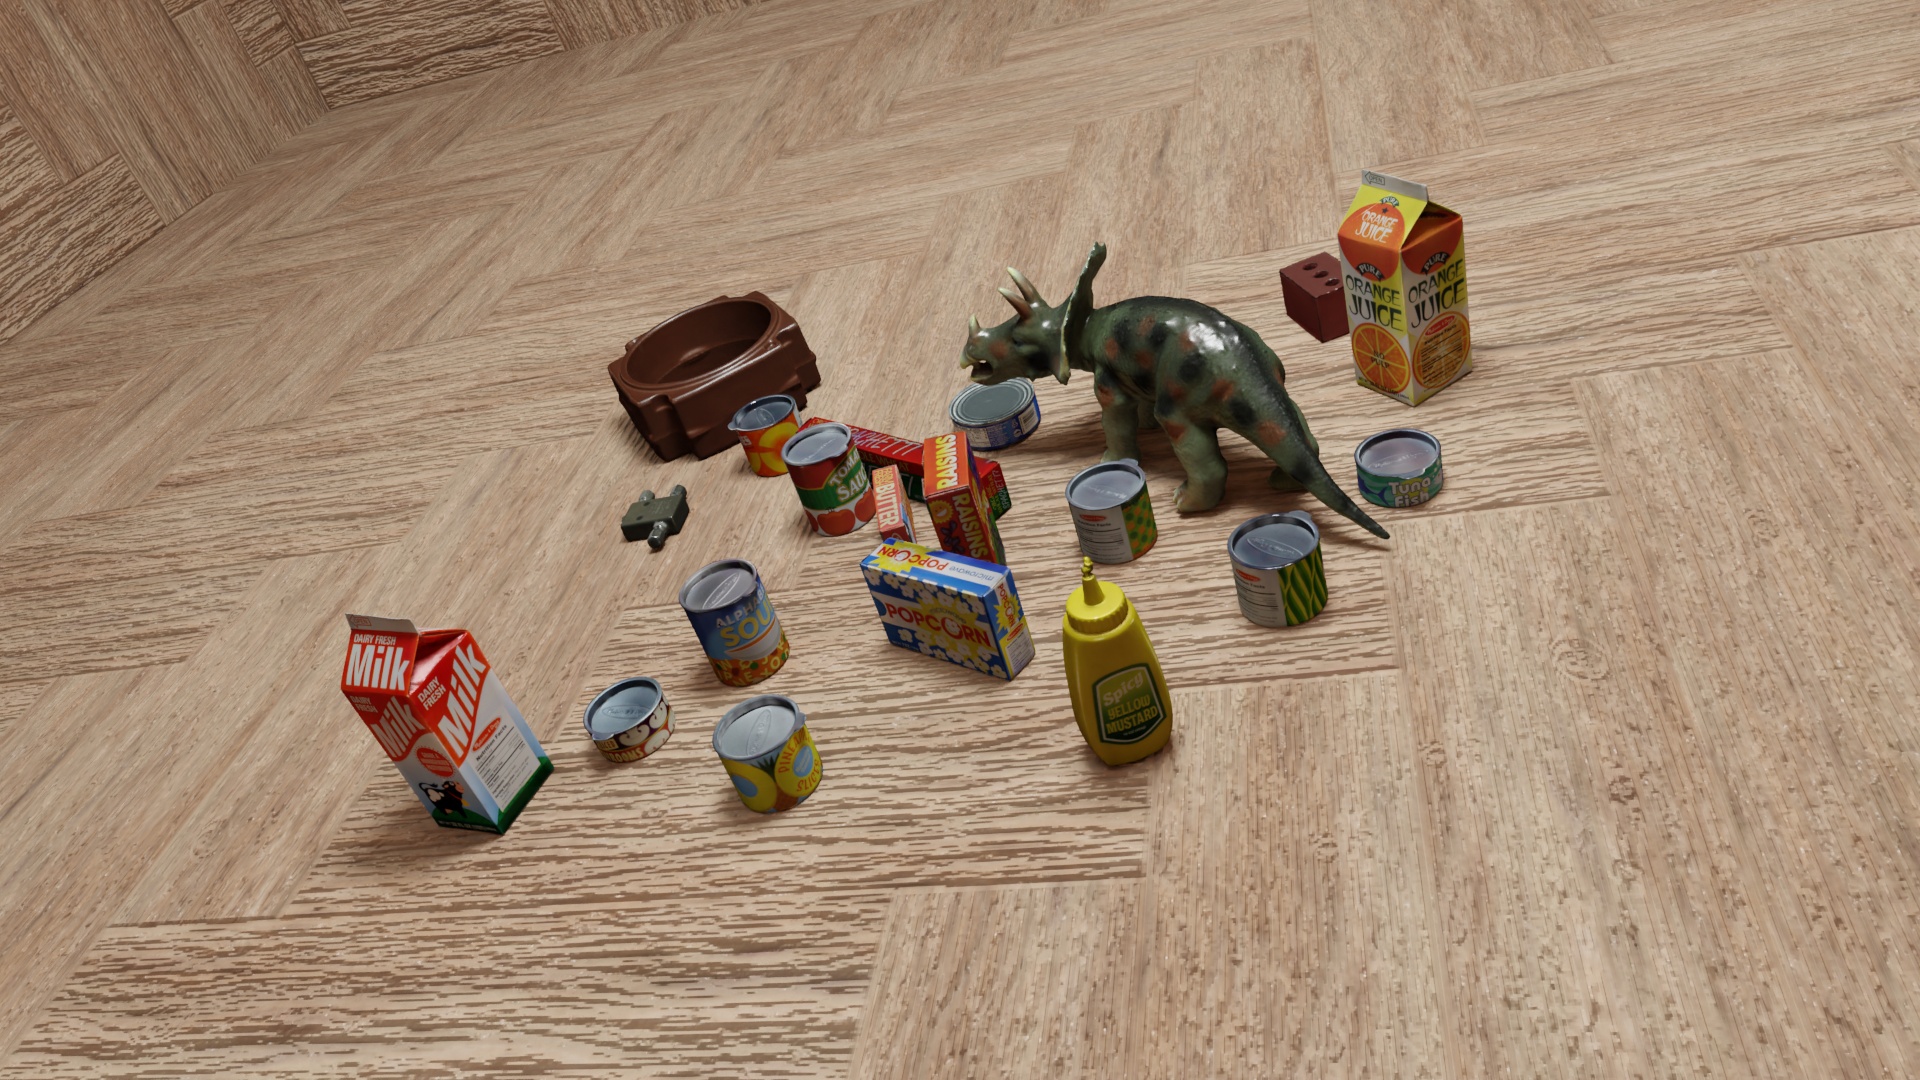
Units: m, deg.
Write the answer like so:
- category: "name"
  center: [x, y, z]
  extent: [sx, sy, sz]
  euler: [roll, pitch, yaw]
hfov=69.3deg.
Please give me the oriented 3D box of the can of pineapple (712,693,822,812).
- category: "can of pineapple"
  center: [-0.138, 0.155, 1.009]
  extent: [0.071, 0.057, 0.071]
  euler: [-13, 35, 9]

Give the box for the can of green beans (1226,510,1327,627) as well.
- category: "can of green beans"
  center: [0.234, 0.022, 1.022]
  extent: [0.071, 0.057, 0.071]
  euler: [-13, 35, 9]

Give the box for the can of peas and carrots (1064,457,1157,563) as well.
- category: "can of peas and carrots"
  center: [0.125, -0.024, 1.136]
  extent: [0.071, 0.058, 0.071]
  euler: [-13, 34, 9]

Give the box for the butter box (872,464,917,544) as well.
- category: "butter box"
  center: [-0.056, -0.018, 1.217]
  extent: [0.024, 0.053, 0.104]
  euler: [-17, 34, 3]

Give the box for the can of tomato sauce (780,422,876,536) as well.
- category: "can of tomato sauce"
  center: [-0.118, -0.055, 1.271]
  extent: [0.071, 0.082, 0.071]
  euler: [-13, 34, 9]

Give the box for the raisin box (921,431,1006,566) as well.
- category: "raisin box"
  center: [0.004, -0.014, 1.121]
  extent: [0.040, 0.122, 0.086]
  euler: [-13, 34, 8]

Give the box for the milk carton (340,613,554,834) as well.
- category: "milk carton"
  center: [-0.392, 0.129, 1.047]
  extent: [0.072, 0.189, 0.074]
  euler: [1, 39, 27]

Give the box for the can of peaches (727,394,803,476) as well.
- category: "can of peaches"
  center: [-0.191, -0.105, 1.397]
  extent: [0.071, 0.057, 0.071]
  euler: [-13, 35, 9]

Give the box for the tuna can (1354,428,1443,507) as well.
- category: "tuna can"
  center: [0.348, -0.056, 1.100]
  extent: [0.071, 0.032, 0.071]
  euler: [-12, 35, 9]

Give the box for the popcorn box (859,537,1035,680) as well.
- category: "popcorn box"
  center: [-0.010, 0.052, 1.069]
  extent: [0.127, 0.084, 0.038]
  euler: [13, 45, 38]

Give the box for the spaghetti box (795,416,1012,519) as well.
- category: "spaghetti box"
  center: [-0.058, -0.069, 1.292]
  extent: [0.250, 0.050, 0.029]
  euler: [17, 47, 40]

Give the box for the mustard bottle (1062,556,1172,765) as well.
- category: "mustard bottle"
  center: [0.097, 0.077, 0.917]
  extent: [0.065, 0.159, 0.049]
  euler: [-22, 34, -5]

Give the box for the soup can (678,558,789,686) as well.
- category: "soup can"
  center: [-0.181, 0.067, 1.128]
  extent: [0.071, 0.083, 0.072]
  euler: [-13, 34, 9]

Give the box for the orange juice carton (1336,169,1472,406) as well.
- category: "orange juice carton"
  center: [0.375, -0.219, 1.173]
  extent: [0.073, 0.191, 0.072]
  euler: [-31, 36, -17]

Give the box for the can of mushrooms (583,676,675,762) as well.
- category: "can of mushrooms"
  center: [-0.264, 0.144, 1.105]
  extent: [0.071, 0.033, 0.071]
  euler: [-12, 35, 9]
